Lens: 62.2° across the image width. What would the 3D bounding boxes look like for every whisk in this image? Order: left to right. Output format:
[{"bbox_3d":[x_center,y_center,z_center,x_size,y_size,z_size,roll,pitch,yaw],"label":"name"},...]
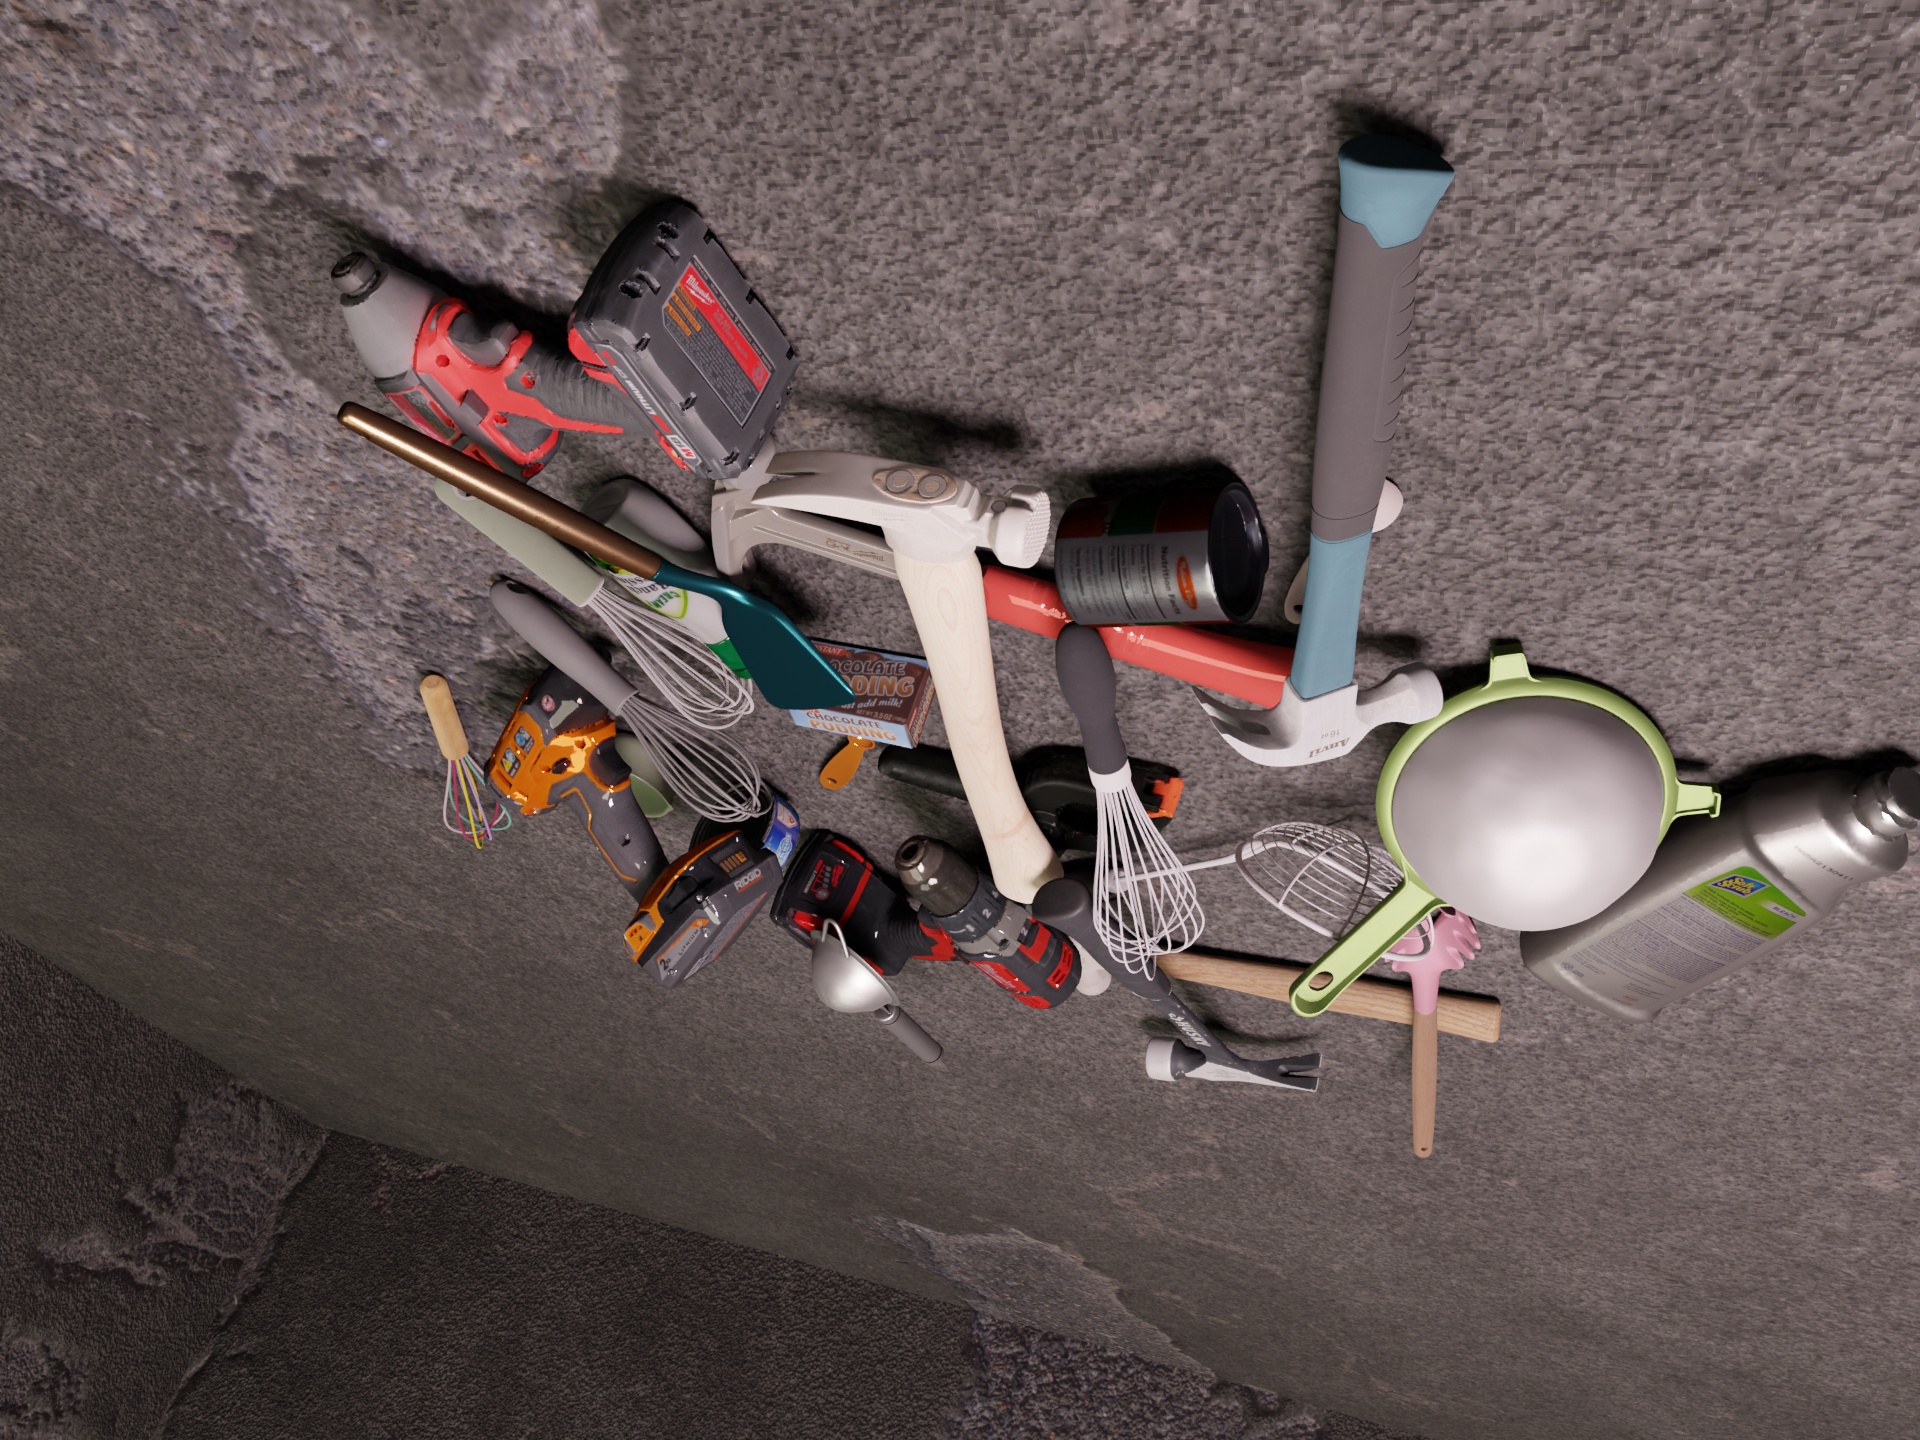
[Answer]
[{"bbox_3d":[-0.413,0.038,1.318,0.051,0.047,0.244,19,148,5],"label":"whisk"},{"bbox_3d":[-0.227,-0.076,1.001,0.246,0.058,0.059,40,154,-24],"label":"whisk"},{"bbox_3d":[-0.220,-0.015,1.054,0.239,0.055,0.055,41,151,3],"label":"whisk"},{"bbox_3d":[0.091,0.049,0.912,0.070,0.070,0.284,6,137,24],"label":"whisk"}]

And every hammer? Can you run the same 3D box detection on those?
[{"bbox_3d":[-0.001,-0.003,0.918,0.146,0.038,0.410,13,150,18],"label":"hammer"},{"bbox_3d":[0.035,-0.059,0.873,0.359,0.037,0.149,18,151,5],"label":"hammer"},{"bbox_3d":[0.149,0.202,1.159,0.149,0.036,0.408,1,154,28],"label":"hammer"},{"bbox_3d":[0.229,0.192,1.186,0.331,0.031,0.129,7,149,21],"label":"hammer"},{"bbox_3d":[0.166,-0.095,0.680,0.128,0.033,0.330,-19,140,-10],"label":"hammer"}]

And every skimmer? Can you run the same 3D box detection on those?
[{"bbox_3d":[0.147,0.129,1.067,0.127,0.090,0.363,9,164,-37],"label":"skimmer"}]

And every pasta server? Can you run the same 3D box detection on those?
[{"bbox_3d":[0.325,0.222,1.111,0.060,0.040,0.315,-4,133,11],"label":"pasta server"}]

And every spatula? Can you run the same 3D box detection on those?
[{"bbox_3d":[-0.190,-0.084,0.862,0.317,0.044,0.082,27,160,-38],"label":"spatula"}]

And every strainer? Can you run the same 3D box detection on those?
[{"bbox_3d":[-0.061,0.227,1.244,0.087,0.050,0.258,27,163,35],"label":"strainer"},{"bbox_3d":[0.262,0.091,0.838,0.151,0.069,0.256,33,120,-11],"label":"strainer"}]

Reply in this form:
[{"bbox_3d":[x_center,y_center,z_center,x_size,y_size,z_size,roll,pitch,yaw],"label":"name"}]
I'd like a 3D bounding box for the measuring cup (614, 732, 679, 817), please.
[{"bbox_3d":[-0.257,0.059,1.261,0.083,0.038,0.167,19,153,3],"label":"measuring cup"}]

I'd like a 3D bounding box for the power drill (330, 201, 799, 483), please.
[{"bbox_3d":[-0.203,-0.180,0.781,0.220,0.079,0.143,3,147,34],"label":"power drill"}]

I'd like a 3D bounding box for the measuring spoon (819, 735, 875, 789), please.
[{"bbox_3d":[-0.080,0.027,1.123,0.021,0.011,0.117,25,155,-8],"label":"measuring spoon"}]

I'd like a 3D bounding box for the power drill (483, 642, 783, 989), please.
[{"bbox_3d":[-0.232,0.060,1.121,0.226,0.084,0.164,47,130,9],"label":"power drill"}]

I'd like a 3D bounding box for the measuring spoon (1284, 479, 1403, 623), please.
[{"bbox_3d":[0.179,-0.076,0.770,0.034,0.018,0.124,19,151,2],"label":"measuring spoon"}]

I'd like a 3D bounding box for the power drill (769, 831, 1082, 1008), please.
[{"bbox_3d":[-0.039,0.138,1.181,0.227,0.080,0.187,2,147,44],"label":"power drill"}]
